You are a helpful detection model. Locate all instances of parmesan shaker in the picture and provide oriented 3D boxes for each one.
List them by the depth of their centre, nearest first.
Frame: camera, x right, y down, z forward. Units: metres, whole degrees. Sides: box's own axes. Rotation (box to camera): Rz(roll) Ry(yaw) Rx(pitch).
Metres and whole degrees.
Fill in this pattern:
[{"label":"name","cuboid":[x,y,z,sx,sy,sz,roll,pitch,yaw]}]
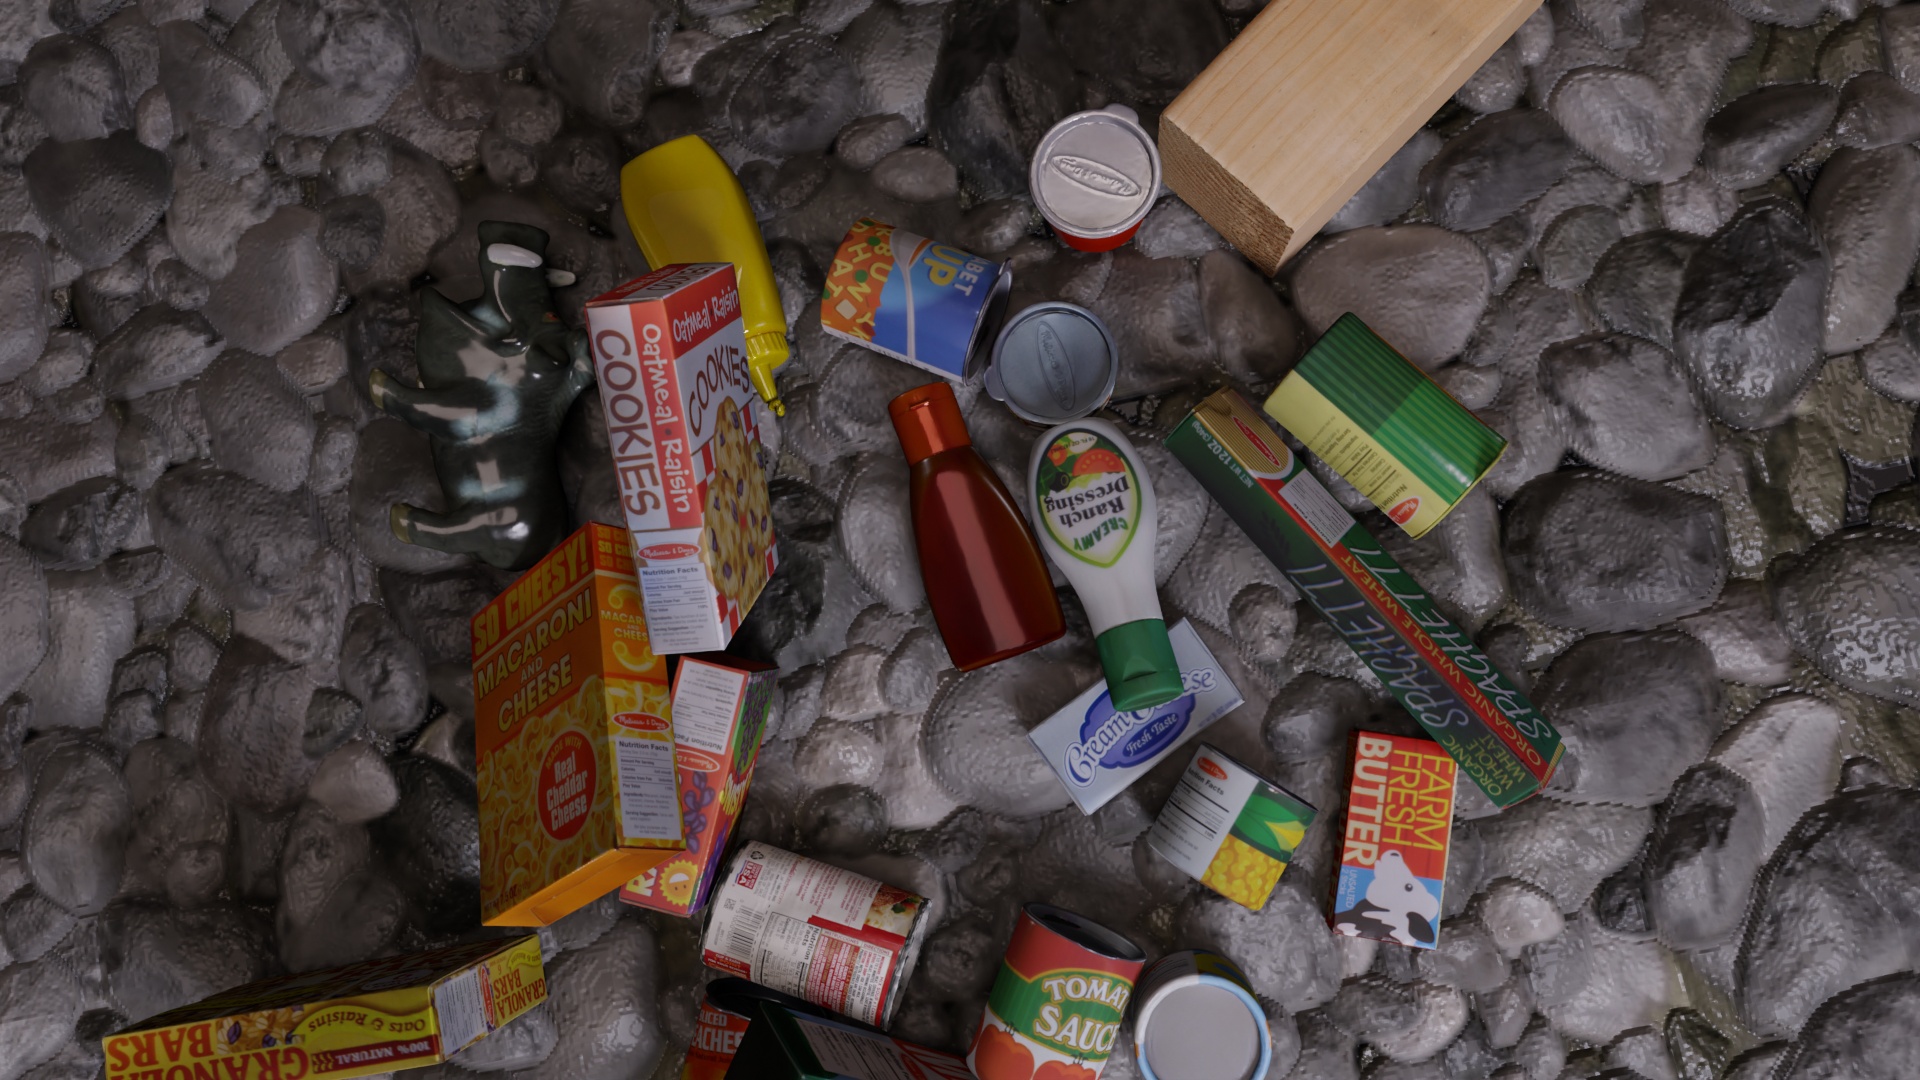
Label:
[{"label":"parmesan shaker","cuboid":[0.214,-0.060,0.700,0.103,0.071,0.071,43,90,8]}]

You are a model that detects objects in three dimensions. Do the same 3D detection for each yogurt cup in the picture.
[{"label":"yogurt cup","cuboid":[0.071,-0.186,0.735,0.072,0.054,0.072,-1,85,6]}]

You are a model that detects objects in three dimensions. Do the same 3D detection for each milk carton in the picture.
[{"label":"milk carton","cuboid":[-0.019,0.292,0.668,0.190,0.073,0.072,25,88,-25]}]

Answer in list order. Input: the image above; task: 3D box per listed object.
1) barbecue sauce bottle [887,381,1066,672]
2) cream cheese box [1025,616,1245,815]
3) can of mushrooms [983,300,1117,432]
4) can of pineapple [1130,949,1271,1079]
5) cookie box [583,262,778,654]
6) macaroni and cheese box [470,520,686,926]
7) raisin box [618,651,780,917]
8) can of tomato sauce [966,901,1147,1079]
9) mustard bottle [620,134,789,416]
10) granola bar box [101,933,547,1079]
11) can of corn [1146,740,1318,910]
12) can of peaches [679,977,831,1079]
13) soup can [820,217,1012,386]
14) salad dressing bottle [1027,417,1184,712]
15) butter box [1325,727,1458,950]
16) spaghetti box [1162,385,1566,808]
[{"label":"barbecue sauce bottle","cuboid":[0.003,-0.009,0.731,0.065,0.043,0.148,-21,82,4]},{"label":"cream cheese box","cuboid":[0.091,0.091,0.722,0.104,0.024,0.053,-37,81,1]},{"label":"can of mushrooms","cuboid":[0.048,-0.091,0.739,0.071,0.033,0.071,0,85,6]},{"label":"can of pineapple","cuboid":[0.119,0.243,0.688,0.071,0.058,0.071,0,85,6]},{"label":"cookie box","cuboid":[-0.132,-0.046,0.681,0.040,0.123,0.166,-4,108,7]},{"label":"macaroni and cheese box","cuboid":[-0.194,0.092,0.691,0.123,0.040,0.167,-32,57,34]},{"label":"raisin box","cuboid":[-0.131,0.121,0.711,0.040,0.086,0.123,14,86,2]},{"label":"can of tomato sauce","cuboid":[0.048,0.233,0.690,0.071,0.071,0.083,21,88,7]},{"label":"mustard bottle","cuboid":[-0.131,-0.138,0.755,0.065,0.049,0.160,-24,84,2]},{"label":"granola bar box","cuboid":[-0.312,0.239,0.699,0.165,0.124,0.039,-11,84,5]},{"label":"can of corn","cuboid":[0.137,0.143,0.693,0.071,0.071,0.058,31,89,8]},{"label":"can of peaches","cuboid":[-0.107,0.262,0.703,0.071,0.071,0.058,16,88,7]},{"label":"soup can","cuboid":[-0.022,-0.129,0.732,0.084,0.071,0.071,22,87,8]},{"label":"salad dressing bottle","cuboid":[0.076,0.012,0.707,0.064,0.044,0.148,-18,71,9]},{"label":"butter box","cuboid":[0.219,0.150,0.703,0.053,0.024,0.103,8,86,6]},{"label":"spaghetti box","cuboid":[0.203,0.026,0.701,0.250,0.050,0.028,49,129,8]}]
